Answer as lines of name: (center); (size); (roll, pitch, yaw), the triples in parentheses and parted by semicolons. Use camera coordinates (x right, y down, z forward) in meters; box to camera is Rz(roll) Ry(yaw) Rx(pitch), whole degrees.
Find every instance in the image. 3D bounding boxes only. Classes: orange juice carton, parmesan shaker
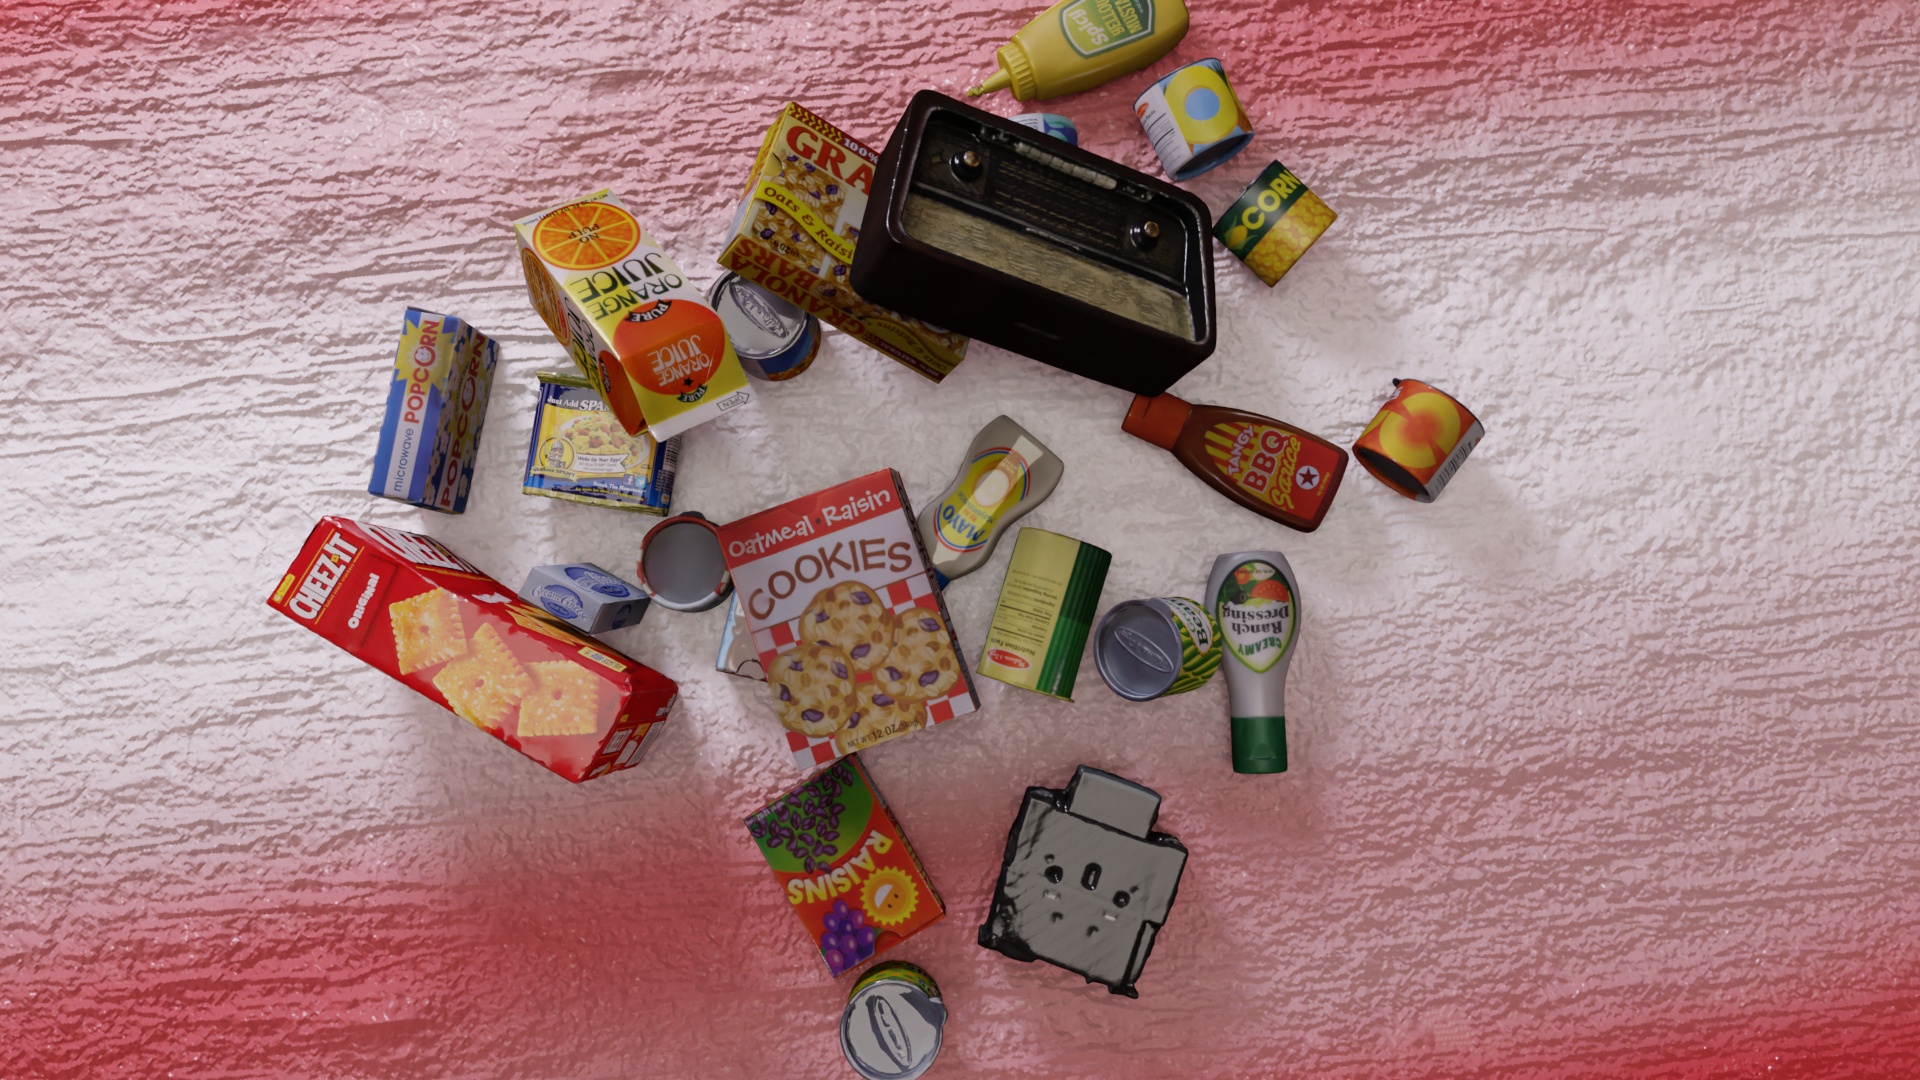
orange juice carton: (-0.210, -0.137, 0.897); (0.072, 0.072, 0.193); (-28, 59, -24)
parmesan shaker: (0.059, 0.050, 0.926); (0.071, 0.071, 0.103); (17, 85, 2)

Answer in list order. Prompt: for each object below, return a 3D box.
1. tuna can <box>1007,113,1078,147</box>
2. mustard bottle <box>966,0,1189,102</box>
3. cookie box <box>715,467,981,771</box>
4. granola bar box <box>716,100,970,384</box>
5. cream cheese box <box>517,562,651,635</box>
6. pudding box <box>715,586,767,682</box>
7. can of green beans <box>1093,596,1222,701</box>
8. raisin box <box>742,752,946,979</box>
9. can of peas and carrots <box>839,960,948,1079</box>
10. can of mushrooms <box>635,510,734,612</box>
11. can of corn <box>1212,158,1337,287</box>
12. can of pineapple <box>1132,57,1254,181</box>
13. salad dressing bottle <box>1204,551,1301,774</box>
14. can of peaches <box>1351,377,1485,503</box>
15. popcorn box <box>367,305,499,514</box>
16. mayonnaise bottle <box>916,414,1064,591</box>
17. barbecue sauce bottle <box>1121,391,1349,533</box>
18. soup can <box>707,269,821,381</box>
tuna can: (0.050, -0.264, 0.954); (0.071, 0.071, 0.033); (-4, 81, 0)
mustard bottle: (0.078, -0.343, 0.967); (0.160, 0.049, 0.065); (-27, 84, -2)
cookie box: (-0.073, 0.050, 0.905); (0.123, 0.040, 0.167); (-20, 87, 5)
granola bar box: (-0.062, -0.194, 0.906); (0.165, 0.039, 0.125); (27, 55, -21)
cream cheese box: (-0.245, 0.037, 0.913); (0.053, 0.104, 0.024); (27, 93, 4)
pudding box: (-0.133, 0.053, 0.947); (0.050, 0.030, 0.083); (12, 86, 0)
can of green beans: (0.131, 0.070, 0.916); (0.071, 0.058, 0.071); (1, 91, 37)
raisin box: (-0.076, 0.216, 0.929); (0.086, 0.040, 0.123); (-30, 87, -3)
can of peas and carrots: (-0.042, 0.314, 0.911); (0.071, 0.058, 0.071); (0, 86, 0)
can of mushrooms: (-0.186, 0.014, 0.949); (0.071, 0.033, 0.071); (0, 86, 1)
can of corn: (0.214, -0.216, 0.945); (0.058, 0.071, 0.071); (43, 87, 3)
can of pineapple: (0.162, -0.289, 0.954); (0.071, 0.071, 0.058); (-25, 86, -1)
salad dressing bottle: (0.198, 0.082, 0.935); (0.064, 0.044, 0.147); (-2, 86, 3)
can of peaches: (0.305, -0.068, 0.936); (0.071, 0.071, 0.058); (37, 88, 3)
popcorn box: (-0.352, -0.084, 0.932); (0.038, 0.085, 0.126); (10, 85, 0)
mayonnaise bottle: (0.003, -0.012, 0.945); (0.065, 0.041, 0.148); (40, 88, 3)
barbecue sauce bottle: (0.184, -0.062, 0.947); (0.148, 0.043, 0.065); (24, 88, 3)
soup can: (-0.128, -0.148, 0.936); (0.071, 0.083, 0.071); (0, 86, 0)
